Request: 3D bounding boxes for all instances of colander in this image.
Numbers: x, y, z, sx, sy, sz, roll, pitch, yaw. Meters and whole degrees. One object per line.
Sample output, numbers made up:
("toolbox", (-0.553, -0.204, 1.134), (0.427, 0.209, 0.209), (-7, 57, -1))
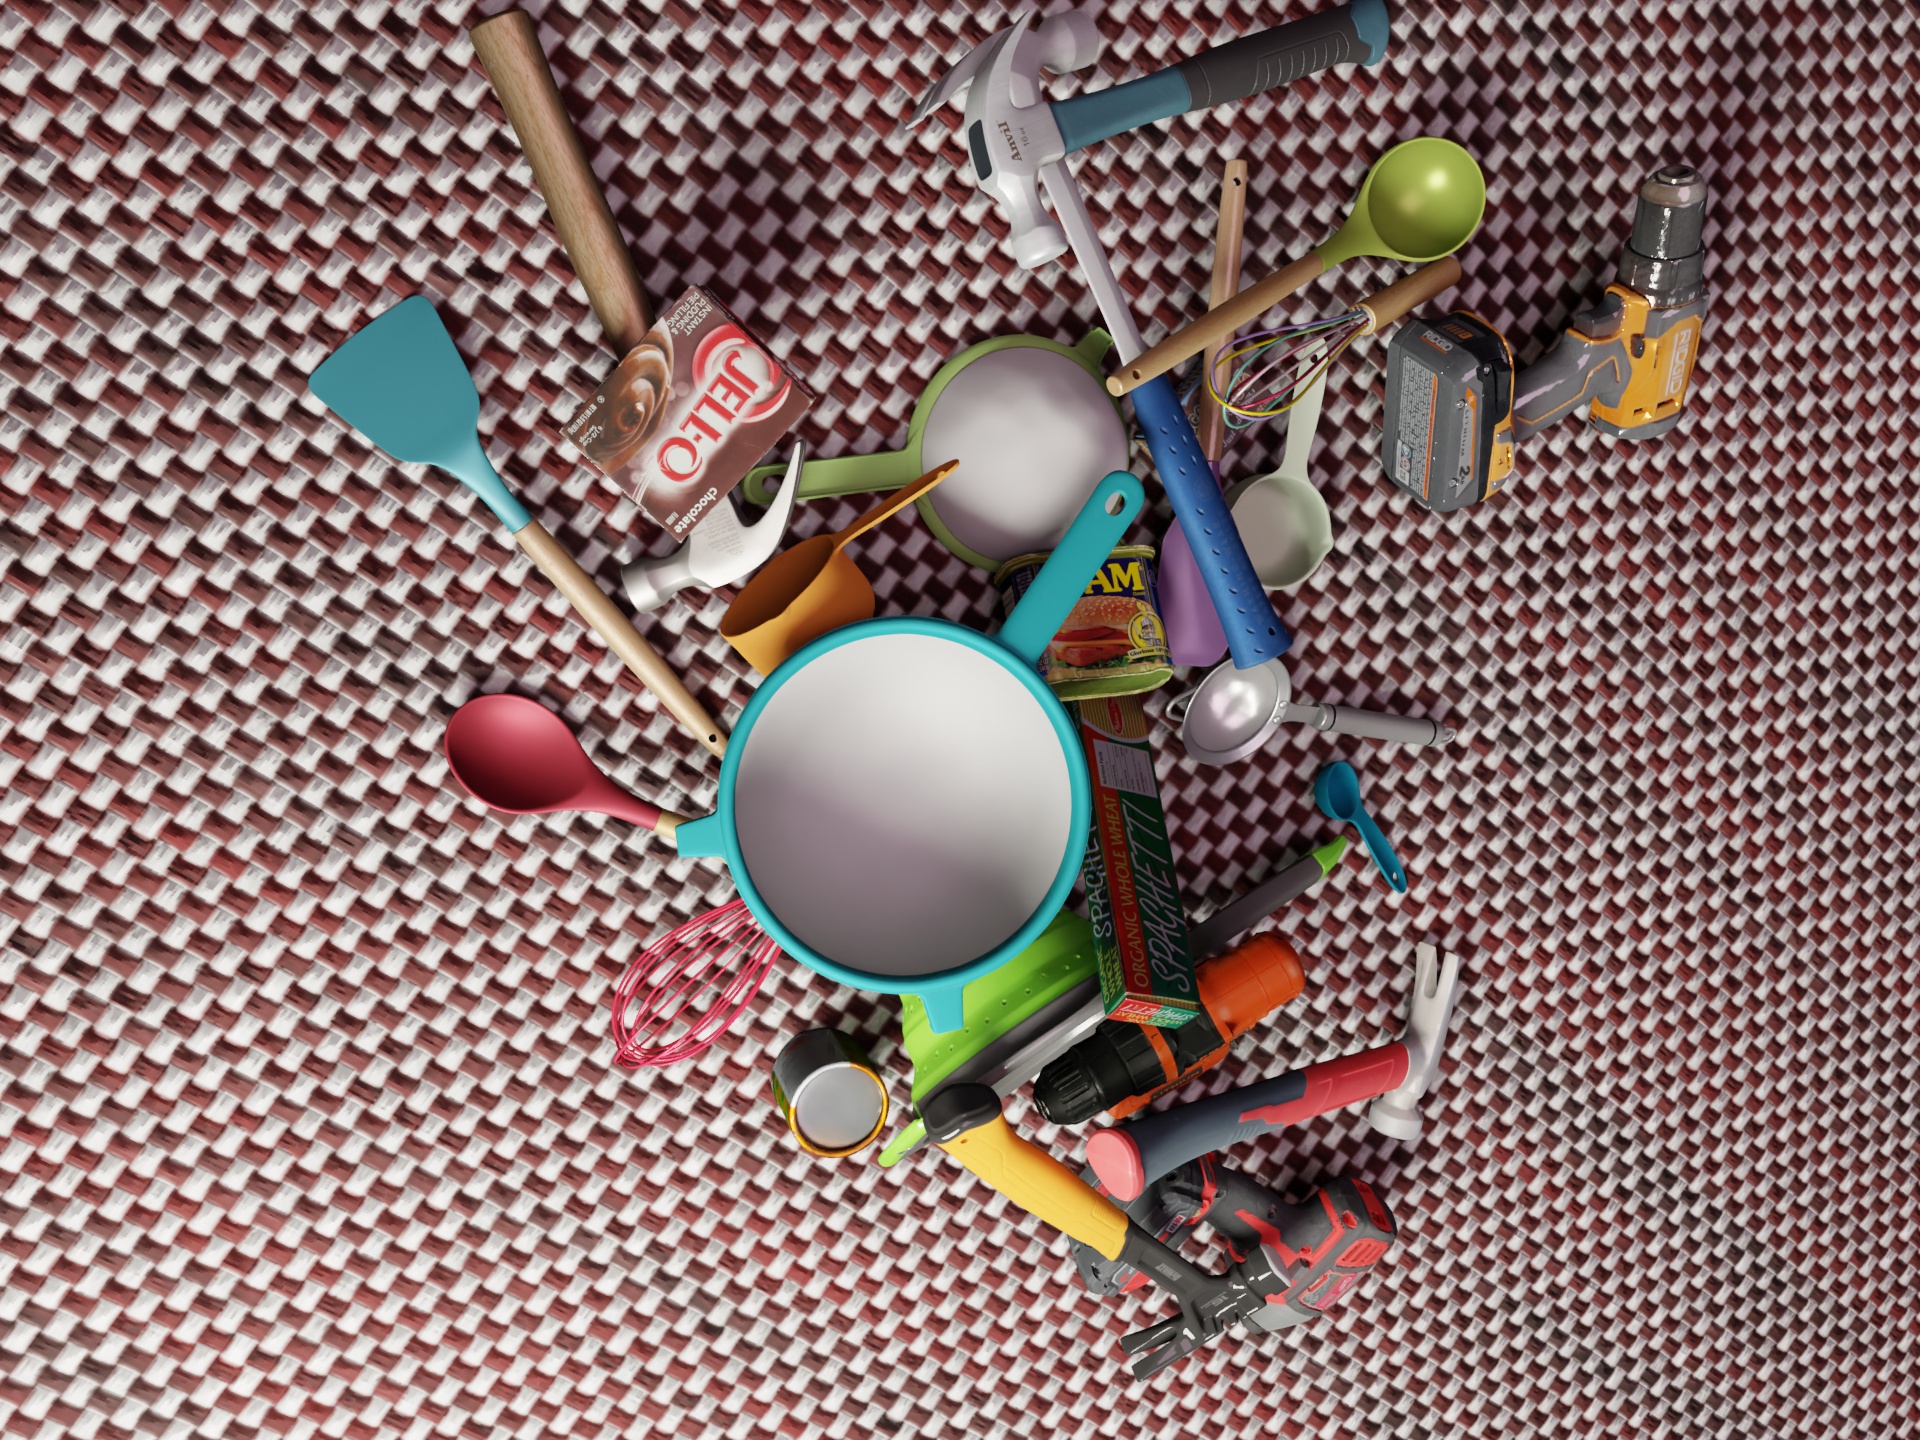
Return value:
("colander", (0.093, 0.142, 1.043), (0.397, 0.204, 0.094), (-27, 73, -28))

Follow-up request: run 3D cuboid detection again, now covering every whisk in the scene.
("whisk", (-0.105, 0.108, 0.994), (0.296, 0.073, 0.073), (-43, 110, -12))
("whisk", (0.246, -0.246, 1.017), (0.245, 0.047, 0.051), (-33, 126, -30))

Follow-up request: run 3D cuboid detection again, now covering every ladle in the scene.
("ladle", (-0.156, 0.068, 0.950), (0.315, 0.031, 0.069), (24, 69, -8))
("ladle", (0.210, -0.275, 0.980), (0.320, 0.062, 0.078), (-35, 104, -27))

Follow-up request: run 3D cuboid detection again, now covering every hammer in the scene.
("hammer", (0.078, 0.312, 0.975), (0.127, 0.034, 0.336), (-37, 128, 10))
("hammer", (0.216, 0.233, 1.037), (0.386, 0.038, 0.143), (1, 103, -48))
("hammer", (-0.189, -0.234, 0.903), (0.130, 0.031, 0.331), (-21, 103, 5))
("hammer", (0.139, -0.378, 0.948), (0.331, 0.033, 0.128), (-28, 99, -28))
("hammer", (0.101, -0.218, 0.959), (0.144, 0.035, 0.405), (-32, 102, -33))

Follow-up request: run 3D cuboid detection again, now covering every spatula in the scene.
("spatula", (0.162, -0.191, 1.009), (0.059, 0.018, 0.316), (2, 100, -6))
("spatula", (-0.238, -0.097, 0.930), (0.082, 0.044, 0.317), (-41, 114, -7))

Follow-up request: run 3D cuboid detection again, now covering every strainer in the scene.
("strainer", (0.241, -0.004, 1.094), (0.258, 0.050, 0.086), (8, 116, -25))
("strainer", (-0.001, -0.003, 0.938), (0.211, 0.095, 0.340), (36, 79, -7))
("strainer", (-0.003, -0.155, 0.969), (0.256, 0.069, 0.151), (-9, 103, -18))

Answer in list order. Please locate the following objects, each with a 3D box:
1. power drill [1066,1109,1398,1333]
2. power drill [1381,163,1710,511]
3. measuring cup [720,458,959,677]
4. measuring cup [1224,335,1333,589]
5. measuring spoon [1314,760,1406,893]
("power drill", (0.187, 0.365, 1.119), (0.219, 0.079, 0.143), (24, 115, -26))
("power drill", (0.395, -0.251, 1.048), (0.226, 0.084, 0.185), (-22, 133, -14))
("measuring cup", (-0.059, -0.086, 0.941), (0.173, 0.095, 0.052), (-34, 116, 9))
("measuring cup", (0.213, -0.170, 1.055), (0.083, 0.038, 0.167), (10, 94, -19))
("measuring spoon", (0.284, 0.080, 1.137), (0.128, 0.021, 0.042), (53, 52, -28))
